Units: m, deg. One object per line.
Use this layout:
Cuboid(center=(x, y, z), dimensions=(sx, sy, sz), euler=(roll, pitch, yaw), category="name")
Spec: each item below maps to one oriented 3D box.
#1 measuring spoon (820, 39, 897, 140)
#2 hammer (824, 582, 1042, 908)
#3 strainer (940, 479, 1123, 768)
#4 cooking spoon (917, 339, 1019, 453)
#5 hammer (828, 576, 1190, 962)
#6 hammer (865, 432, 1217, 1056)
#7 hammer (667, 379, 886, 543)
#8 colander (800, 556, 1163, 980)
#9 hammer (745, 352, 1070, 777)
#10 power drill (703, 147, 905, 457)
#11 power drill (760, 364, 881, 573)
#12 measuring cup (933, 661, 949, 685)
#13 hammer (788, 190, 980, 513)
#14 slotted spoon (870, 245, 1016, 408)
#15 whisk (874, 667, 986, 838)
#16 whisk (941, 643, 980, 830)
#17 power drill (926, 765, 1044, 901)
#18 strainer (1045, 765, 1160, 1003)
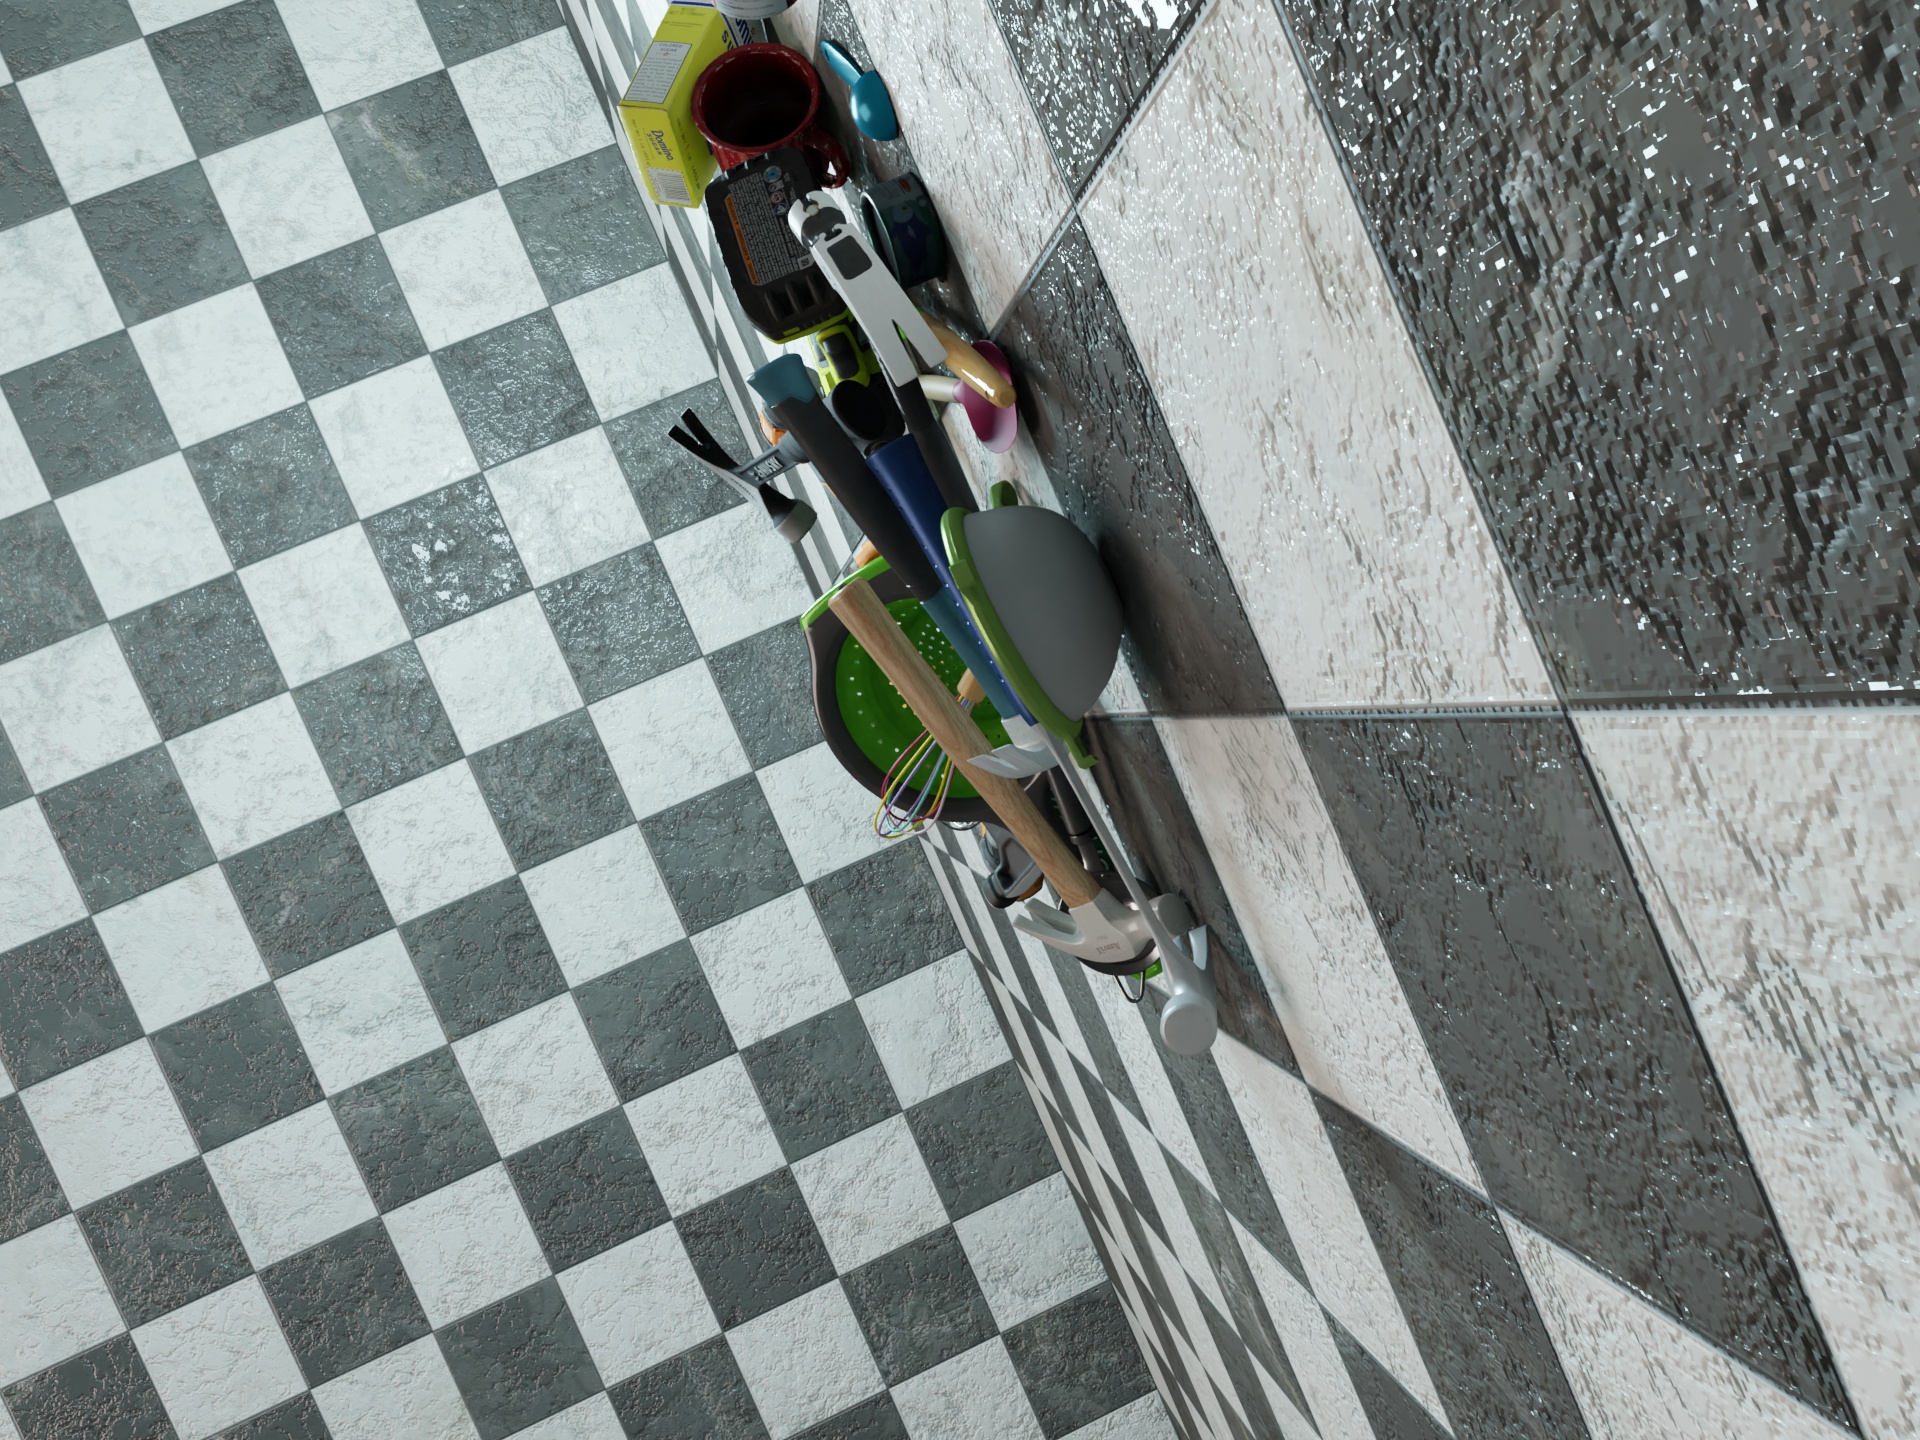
Cuboid(center=(-0.073, -0.399, 1.001), dimensions=(0.042, 0.021, 0.129), euler=(74, 168, -46), category="measuring spoon")
Cuboid(center=(-0.023, 0.002, 1.428), dimensions=(0.337, 0.034, 0.127), euler=(54, 134, 20), category="hammer")
Cuboid(center=(0.053, -0.097, 0.958), dimensions=(0.151, 0.069, 0.257), euler=(55, -163, -28), category="strainer")
Cuboid(center=(-0.003, -0.224, 1.076), dimensions=(0.319, 0.017, 0.068), euler=(-135, 35, -71), category="cooking spoon")
Cuboid(center=(0.018, 0.038, 1.120), dimensions=(0.331, 0.031, 0.130), euler=(52, 139, -7), category="hammer")
Cuboid(center=(0.055, 0.008, 0.990), dimensions=(0.405, 0.035, 0.144), euler=(61, -167, -4), category="hammer")
Cuboid(center=(-0.133, -0.211, 1.224), dimensions=(0.149, 0.036, 0.409), euler=(38, 169, -15), category="hammer")
Cuboid(center=(0.044, 0.032, 1.245), dimensions=(0.397, 0.204, 0.094), euler=(52, -150, -11), category="colander")
Cuboid(center=(-0.025, -0.096, 1.019), dimensions=(0.330, 0.033, 0.128), euler=(53, -145, -23), category="hammer")
Cuboid(center=(-0.100, -0.294, 1.166), dimensions=(0.223, 0.080, 0.171), euler=(50, -160, -69), category="power drill")
Cuboid(center=(-0.107, -0.214, 1.478), dimensions=(0.226, 0.084, 0.164), euler=(55, 173, -2), category="power drill")
Cuboid(center=(-0.008, -0.036, 1.540), dimensions=(0.173, 0.095, 0.052), euler=(-50, -52, -76), category="measuring cup")
Cuboid(center=(-0.022, -0.192, 1.069), dimensions=(0.146, 0.035, 0.334), euler=(57, 178, 31), category="hammer")
Cuboid(center=(-0.019, -0.249, 1.016), dimensions=(0.314, 0.031, 0.070), euler=(-122, 12, -58), category="slotted spoon")
Cuboid(center=(0.000, -0.004, 1.166), dimensions=(0.245, 0.047, 0.051), euler=(-59, 19, 28), category="whisk")
Cuboid(center=(-0.003, -0.029, 1.346), dimensions=(0.058, 0.059, 0.246), euler=(-179, 86, -65), category="whisk")
Cuboid(center=(0.013, 0.068, 1.626), dimensions=(0.226, 0.084, 0.185), euler=(60, 175, 19), category="power drill")
Cuboid(center=(0.094, 0.089, 1.171), dimensions=(0.050, 0.087, 0.258), euler=(-60, -47, -60), category="strainer")
